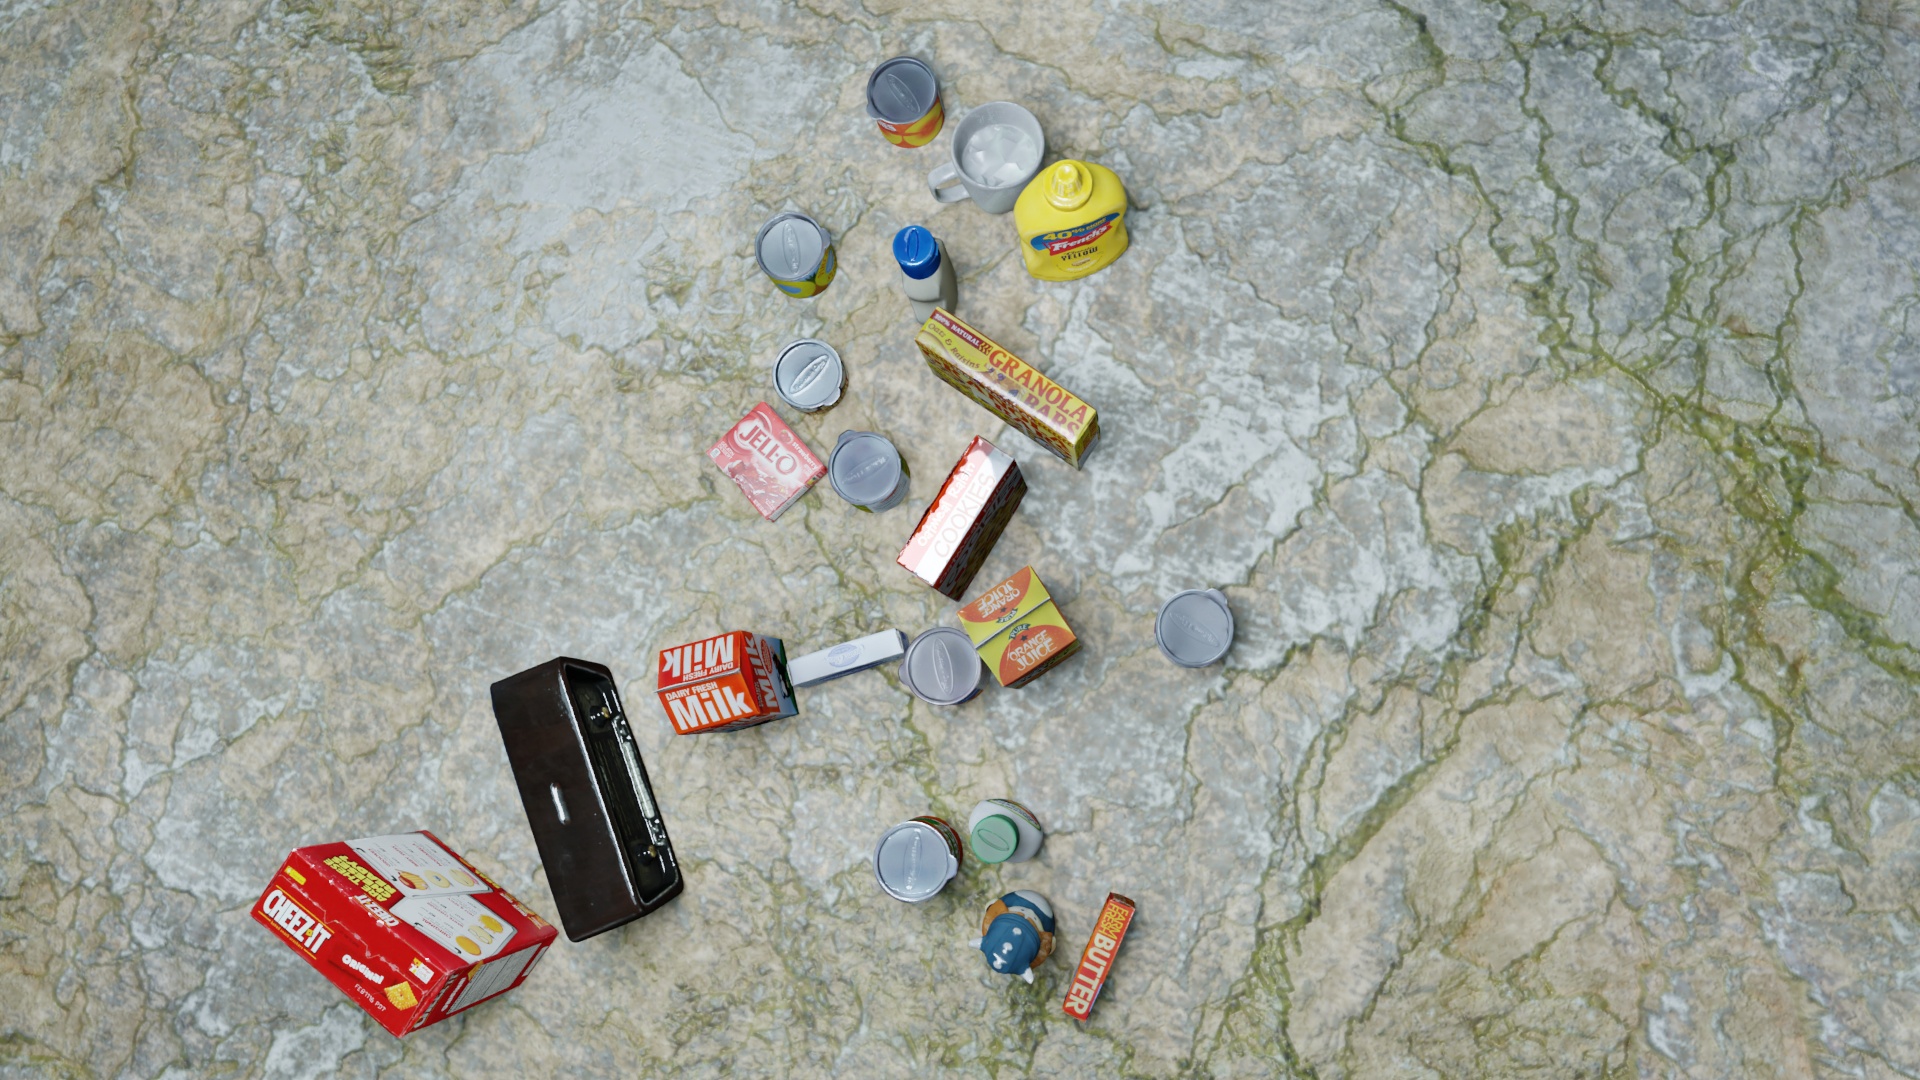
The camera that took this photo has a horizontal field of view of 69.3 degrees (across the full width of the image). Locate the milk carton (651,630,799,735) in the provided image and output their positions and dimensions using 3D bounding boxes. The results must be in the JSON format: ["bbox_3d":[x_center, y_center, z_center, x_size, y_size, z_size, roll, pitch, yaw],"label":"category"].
[{"bbox_3d":[-0.197,0.121,1.174,0.072,0.190,0.073,-15,81,5],"label":"milk carton"}]

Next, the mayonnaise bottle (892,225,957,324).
[{"bbox_3d":[-0.031,-0.236,1.224,0.041,0.148,0.065,3,83,7],"label":"mayonnaise bottle"}]

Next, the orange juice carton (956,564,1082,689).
[{"bbox_3d":[0.051,0.074,1.150,0.072,0.192,0.073,-33,80,2],"label":"orange juice carton"}]

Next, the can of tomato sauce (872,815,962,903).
[{"bbox_3d":[-0.033,0.271,1.189,0.071,0.083,0.071,-1,83,7],"label":"can of tomato sauce"}]

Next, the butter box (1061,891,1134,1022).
[{"bbox_3d":[0.117,0.351,1.176,0.024,0.053,0.103,24,86,9],"label":"butter box"}]

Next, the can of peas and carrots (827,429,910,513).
[{"bbox_3d":[-0.083,-0.062,1.252,0.071,0.058,0.071,-1,83,7],"label":"can of peas and carrots"}]

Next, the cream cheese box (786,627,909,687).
[{"bbox_3d":[-0.098,0.105,1.234,0.104,0.053,0.024,-17,81,4],"label":"cream cheese box"}]

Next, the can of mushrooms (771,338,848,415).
[{"bbox_3d":[-0.137,-0.149,1.283,0.071,0.033,0.071,-1,82,7],"label":"can of mushrooms"}]

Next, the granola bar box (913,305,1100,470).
[{"bbox_3d":[0.044,-0.131,1.214,0.166,0.124,0.039,35,88,10],"label":"granola bar box"}]

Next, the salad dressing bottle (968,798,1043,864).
[{"bbox_3d":[0.035,0.243,1.152,0.064,0.147,0.044,29,87,9],"label":"salad dressing bottle"}]

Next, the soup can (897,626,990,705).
[{"bbox_3d":[-0.013,0.111,1.208,0.071,0.083,0.071,-1,83,7],"label":"soup can"}]

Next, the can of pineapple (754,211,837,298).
[{"bbox_3d":[-0.150,-0.264,1.288,0.071,0.058,0.071,-1,83,7],"label":"can of pineapple"}]

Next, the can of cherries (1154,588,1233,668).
[{"bbox_3d":[0.203,0.075,1.200,0.071,0.058,0.071,-1,83,7],"label":"can of cherries"}]

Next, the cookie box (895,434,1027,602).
[{"bbox_3d":[0.004,-0.015,1.181,0.040,0.167,0.123,31,87,10],"label":"cookie box"}]

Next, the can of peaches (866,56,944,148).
[{"bbox_3d":[-0.052,-0.406,1.296,0.071,0.058,0.071,-1,83,7],"label":"can of peaches"}]
